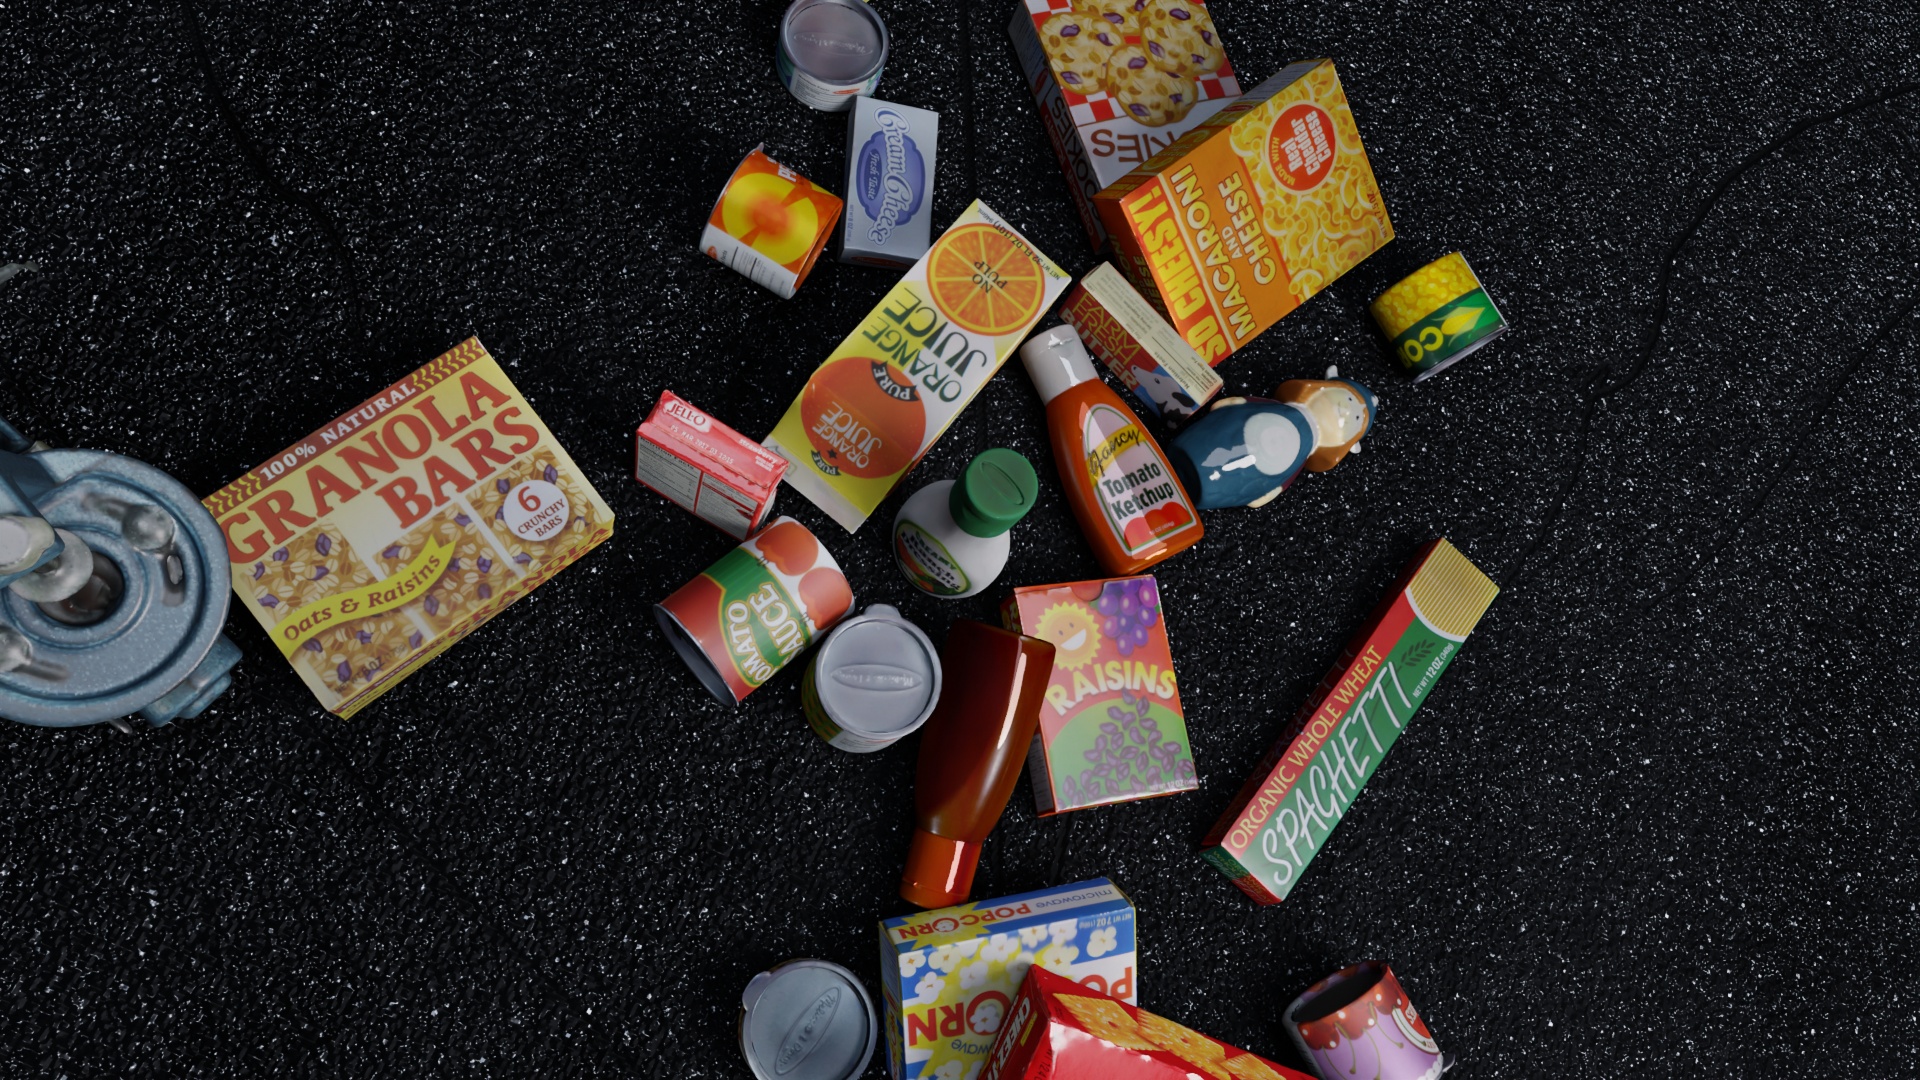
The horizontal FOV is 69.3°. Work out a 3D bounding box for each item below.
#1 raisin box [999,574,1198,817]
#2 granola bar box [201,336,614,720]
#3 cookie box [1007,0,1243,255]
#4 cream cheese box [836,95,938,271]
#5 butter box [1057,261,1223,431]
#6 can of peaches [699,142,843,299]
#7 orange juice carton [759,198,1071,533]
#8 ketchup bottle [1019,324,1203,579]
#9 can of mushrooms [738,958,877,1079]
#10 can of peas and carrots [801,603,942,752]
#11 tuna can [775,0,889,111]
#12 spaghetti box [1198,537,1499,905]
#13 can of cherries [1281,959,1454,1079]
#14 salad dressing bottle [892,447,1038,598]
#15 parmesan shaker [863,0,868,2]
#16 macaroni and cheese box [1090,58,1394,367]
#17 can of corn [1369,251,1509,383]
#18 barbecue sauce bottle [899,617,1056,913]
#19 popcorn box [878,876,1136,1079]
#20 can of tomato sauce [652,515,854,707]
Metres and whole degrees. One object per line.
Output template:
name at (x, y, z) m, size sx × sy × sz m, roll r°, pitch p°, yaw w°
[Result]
raisin box at (0.075, 0.085, 0.775) m, size 0.086 × 0.040 × 0.123 m, roll -6°, pitch 75°, yaw -15°
granola bar box at (-0.281, -0.008, 0.709) m, size 0.166 × 0.039 × 0.124 m, roll -38°, pitch 87°, yaw -21°
cookie box at (0.118, -0.275, 0.888) m, size 0.123 × 0.040 × 0.167 m, roll -16°, pitch 79°, yaw -18°
cream cheese box at (-0.043, -0.214, 0.838) m, size 0.053 × 0.024 × 0.104 m, roll 7°, pitch 73°, yaw -14°
butter box at (0.107, -0.116, 0.834) m, size 0.103 × 0.053 × 0.024 m, roll 46°, pitch 72°, yaw 2°
can of peaches at (-0.106, -0.181, 0.789) m, size 0.058 × 0.071 × 0.071 m, roll 30°, pitch 70°, yaw -5°
orange juice carton at (-0.028, -0.094, 0.781) m, size 0.072 × 0.073 × 0.193 m, roll 40°, pitch 69°, yaw -1°
ketchup bottle at (0.082, -0.054, 0.814) m, size 0.065 × 0.043 × 0.149 m, roll -23°, pitch 81°, yaw -19°
can of mushrooms at (-0.079, 0.241, 0.693) m, size 0.071 × 0.033 × 0.071 m, roll 4°, pitch 74°, yaw -13°
can of peas and carrots at (-0.048, 0.074, 0.735) m, size 0.071 × 0.058 × 0.071 m, roll 4°, pitch 73°, yaw -14°
tuna can at (-0.079, -0.301, 0.849) m, size 0.071 × 0.032 × 0.071 m, roll 4°, pitch 74°, yaw -14°
spaghetti box at (0.232, 0.102, 0.816) m, size 0.050 × 0.028 × 0.251 m, roll 42°, pitch 69°, yaw 1°
can of cherries at (0.217, 0.266, 0.744) m, size 0.072 × 0.071 × 0.058 m, roll -27°, pitch 82°, yaw -20°
salad dressing bottle at (0.003, -0.009, 0.725) m, size 0.064 × 0.147 × 0.044 m, roll 46°, pitch 69°, yaw 1°
parmesan shaker at (-0.069, -0.378, 0.836) m, size 0.071 × 0.102 × 0.071 m, roll 4°, pitch 74°, yaw -13°
macaroni and cheese box at (0.174, -0.196, 0.846) m, size 0.167 × 0.040 × 0.123 m, roll -36°, pitch 115°, yaw -14°
can of corn at (0.302, -0.141, 0.884) m, size 0.071 × 0.071 × 0.058 m, roll -27°, pitch 82°, yaw -20°
barbecue sauce bottle at (0.004, 0.118, 0.729) m, size 0.043 × 0.065 × 0.148 m, roll 19°, pitch 84°, yaw -39°
popcorn box at (0.026, 0.227, 0.705) m, size 0.127 × 0.038 × 0.085 m, roll -6°, pitch 104°, yaw -16°
can of tomato sauce at (-0.106, 0.037, 0.726) m, size 0.083 × 0.071 × 0.071 m, roll -38°, pitch 87°, yaw -21°
